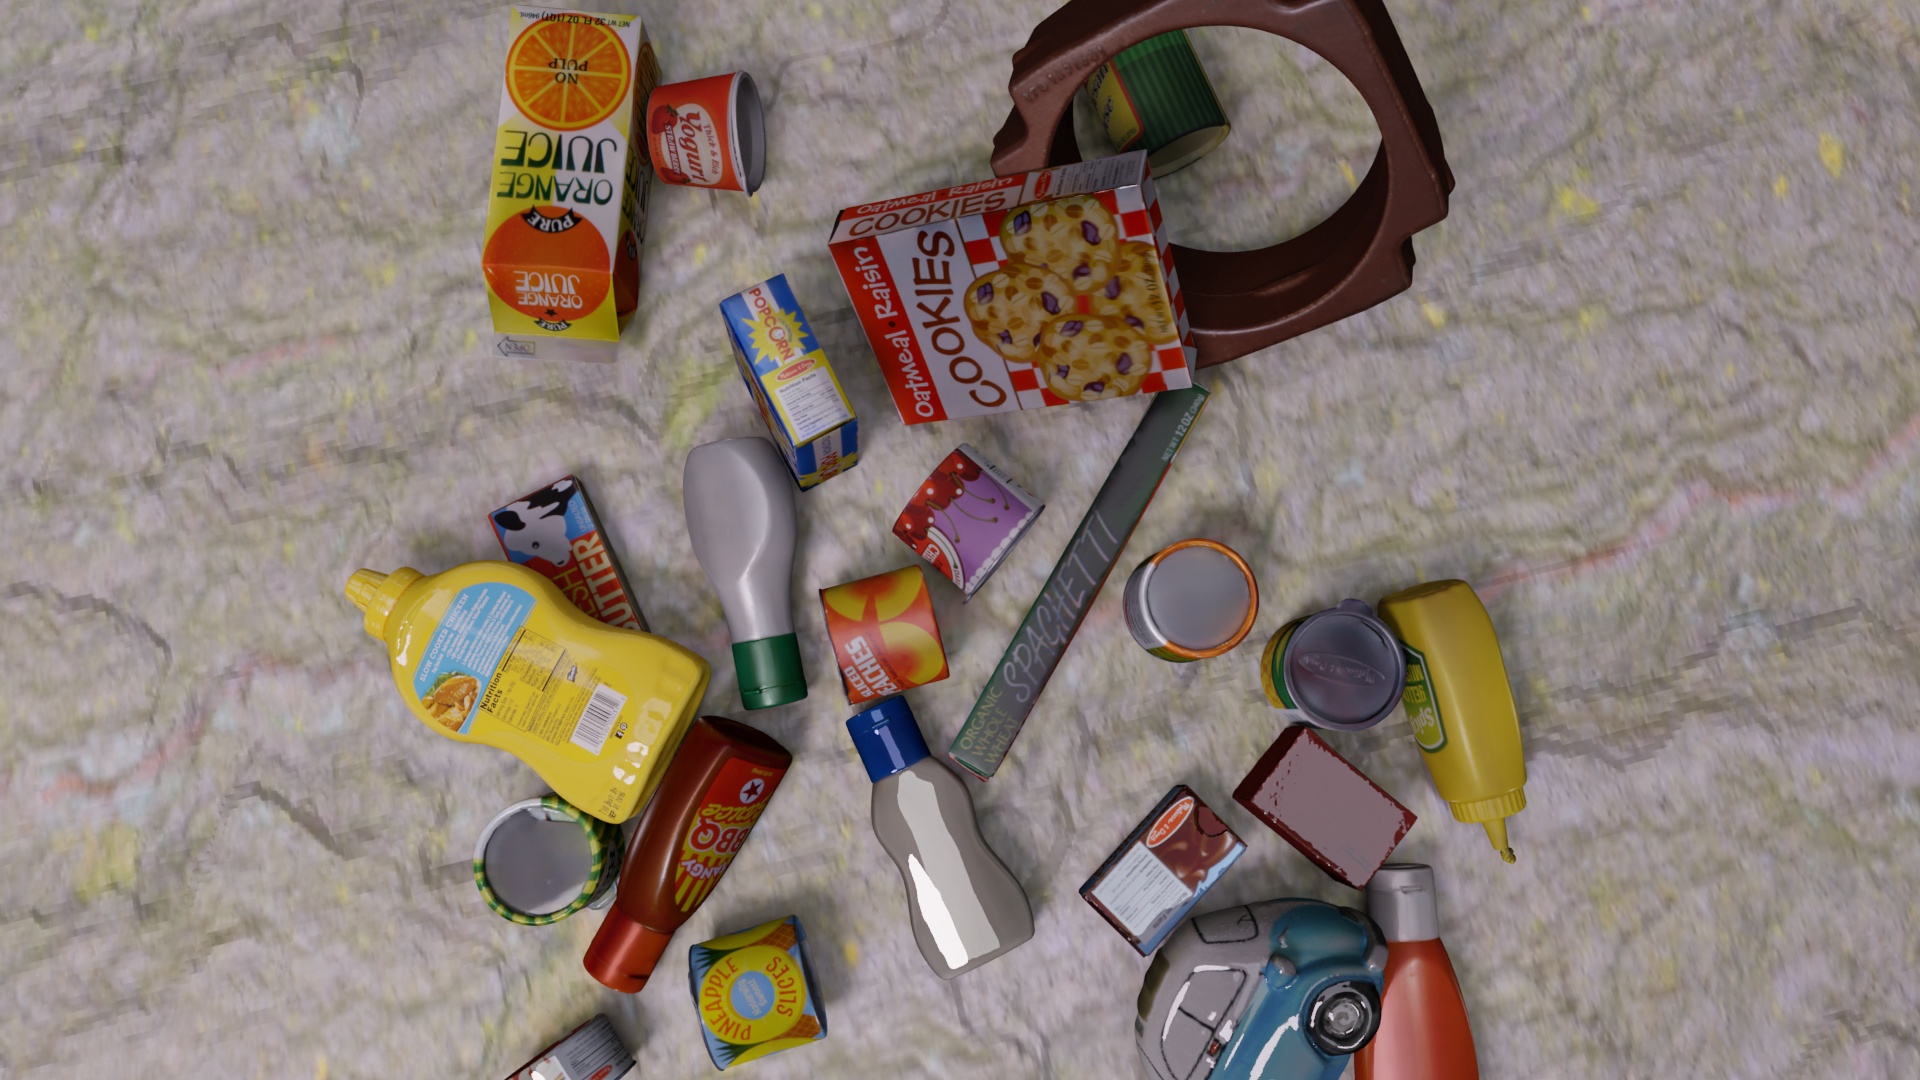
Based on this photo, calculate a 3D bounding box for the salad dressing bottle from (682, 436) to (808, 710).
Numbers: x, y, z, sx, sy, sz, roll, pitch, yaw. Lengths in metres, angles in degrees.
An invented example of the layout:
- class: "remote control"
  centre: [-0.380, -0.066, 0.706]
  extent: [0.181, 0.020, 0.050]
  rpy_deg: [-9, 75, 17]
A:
- class: "salad dressing bottle"
  centre: [-0.116, 0.018, 0.769]
  extent: [0.064, 0.044, 0.147]
  rpy_deg: [-12, 87, 30]

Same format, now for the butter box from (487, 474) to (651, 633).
- class: "butter box"
  centre: [-0.218, 0.020, 0.778]
  extent: [0.053, 0.024, 0.103]
  rpy_deg: [-26, 84, -4]

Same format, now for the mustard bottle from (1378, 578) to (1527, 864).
- class: "mustard bottle"
  centre: [0.277, 0.102, 0.764]
  extent: [0.049, 0.065, 0.160]
  rpy_deg: [-16, 87, -8]

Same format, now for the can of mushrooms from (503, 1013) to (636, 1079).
- class: "can of mushrooms"
  centre: [-0.207, 0.280, 0.722]
  extent: [0.071, 0.071, 0.033]
  rpy_deg: [-34, 85, -6]

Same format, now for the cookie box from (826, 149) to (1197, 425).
- class: "cookie box"
  centre: [0.029, -0.129, 0.735]
  extent: [0.167, 0.122, 0.040]
  rpy_deg: [-6, 40, 20]

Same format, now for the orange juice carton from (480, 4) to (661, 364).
- class: "orange juice carton"
  centre: [-0.218, -0.194, 0.783]
  extent: [0.072, 0.073, 0.193]
  rpy_deg: [4, 83, -2]

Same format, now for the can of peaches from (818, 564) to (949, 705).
- class: "can of peaches"
  centre: [-0.041, 0.052, 0.756]
  extent: [0.058, 0.071, 0.071]
  rpy_deg: [-15, 83, -4]

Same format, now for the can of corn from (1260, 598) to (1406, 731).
- class: "can of corn"
  centre: [0.205, 0.069, 0.768]
  extent: [0.071, 0.058, 0.071]
  rpy_deg: [0, 82, -2]

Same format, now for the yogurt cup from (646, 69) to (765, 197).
- class: "yogurt cup"
  centre: [-0.146, -0.233, 0.796]
  extent: [0.054, 0.072, 0.072]
  rpy_deg: [0, 82, 6]

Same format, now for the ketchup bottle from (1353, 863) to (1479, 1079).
- class: "ketchup bottle"
  centre: [0.244, 0.252, 0.751]
  extent: [0.065, 0.043, 0.149]
  rpy_deg: [-2, 82, -3]

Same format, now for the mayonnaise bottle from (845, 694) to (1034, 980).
- class: "mayonnaise bottle"
  centre: [-0.016, 0.158, 0.758]
  extent: [0.065, 0.041, 0.148]
  rpy_deg: [-25, 83, -6]

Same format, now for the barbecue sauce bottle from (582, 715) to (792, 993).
- class: "barbecue sauce bottle"
  centre: [-0.150, 0.168, 0.743]
  extent: [0.044, 0.065, 0.148]
  rpy_deg: [30, 90, 35]

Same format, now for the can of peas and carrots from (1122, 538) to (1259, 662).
- class: "can of peas and carrots"
  centre: [0.129, 0.033, 0.770]
  extent: [0.071, 0.058, 0.071]
  rpy_deg: [0, 83, -2]

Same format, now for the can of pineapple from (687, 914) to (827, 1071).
- class: "can of pineapple"
  centre: [-0.106, 0.237, 0.729]
  extent: [0.058, 0.071, 0.071]
  rpy_deg: [-16, 83, -4]

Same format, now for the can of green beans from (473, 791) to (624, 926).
- class: "can of green beans"
  centre: [-0.218, 0.168, 0.740]
  extent: [0.071, 0.057, 0.071]
  rpy_deg: [0, 83, -2]

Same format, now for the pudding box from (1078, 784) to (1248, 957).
- class: "pudding box"
  centre: [0.111, 0.181, 0.764]
  extent: [0.050, 0.030, 0.084]
  rpy_deg: [44, 83, 5]

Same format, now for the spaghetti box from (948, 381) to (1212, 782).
- class: "spaghetti box"
  centre: [0.066, 0.020, 0.774]
  extent: [0.029, 0.050, 0.250]
  rpy_deg: [30, 82, 4]

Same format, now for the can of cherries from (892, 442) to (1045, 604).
- class: "can of cherries"
  centre: [0.003, -0.010, 0.768]
  extent: [0.058, 0.071, 0.071]
  rpy_deg: [39, 83, 4]

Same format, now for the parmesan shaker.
- class: "parmesan shaker"
  centre: [0.106, -0.270, 0.804]
  extent: [0.071, 0.071, 0.103]
  rpy_deg: [-23, 84, -5]

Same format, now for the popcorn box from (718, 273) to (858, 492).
- class: "popcorn box"
  centre: [-0.090, -0.081, 0.745]
  extent: [0.038, 0.126, 0.085]
  rpy_deg: [-28, 85, -8]
